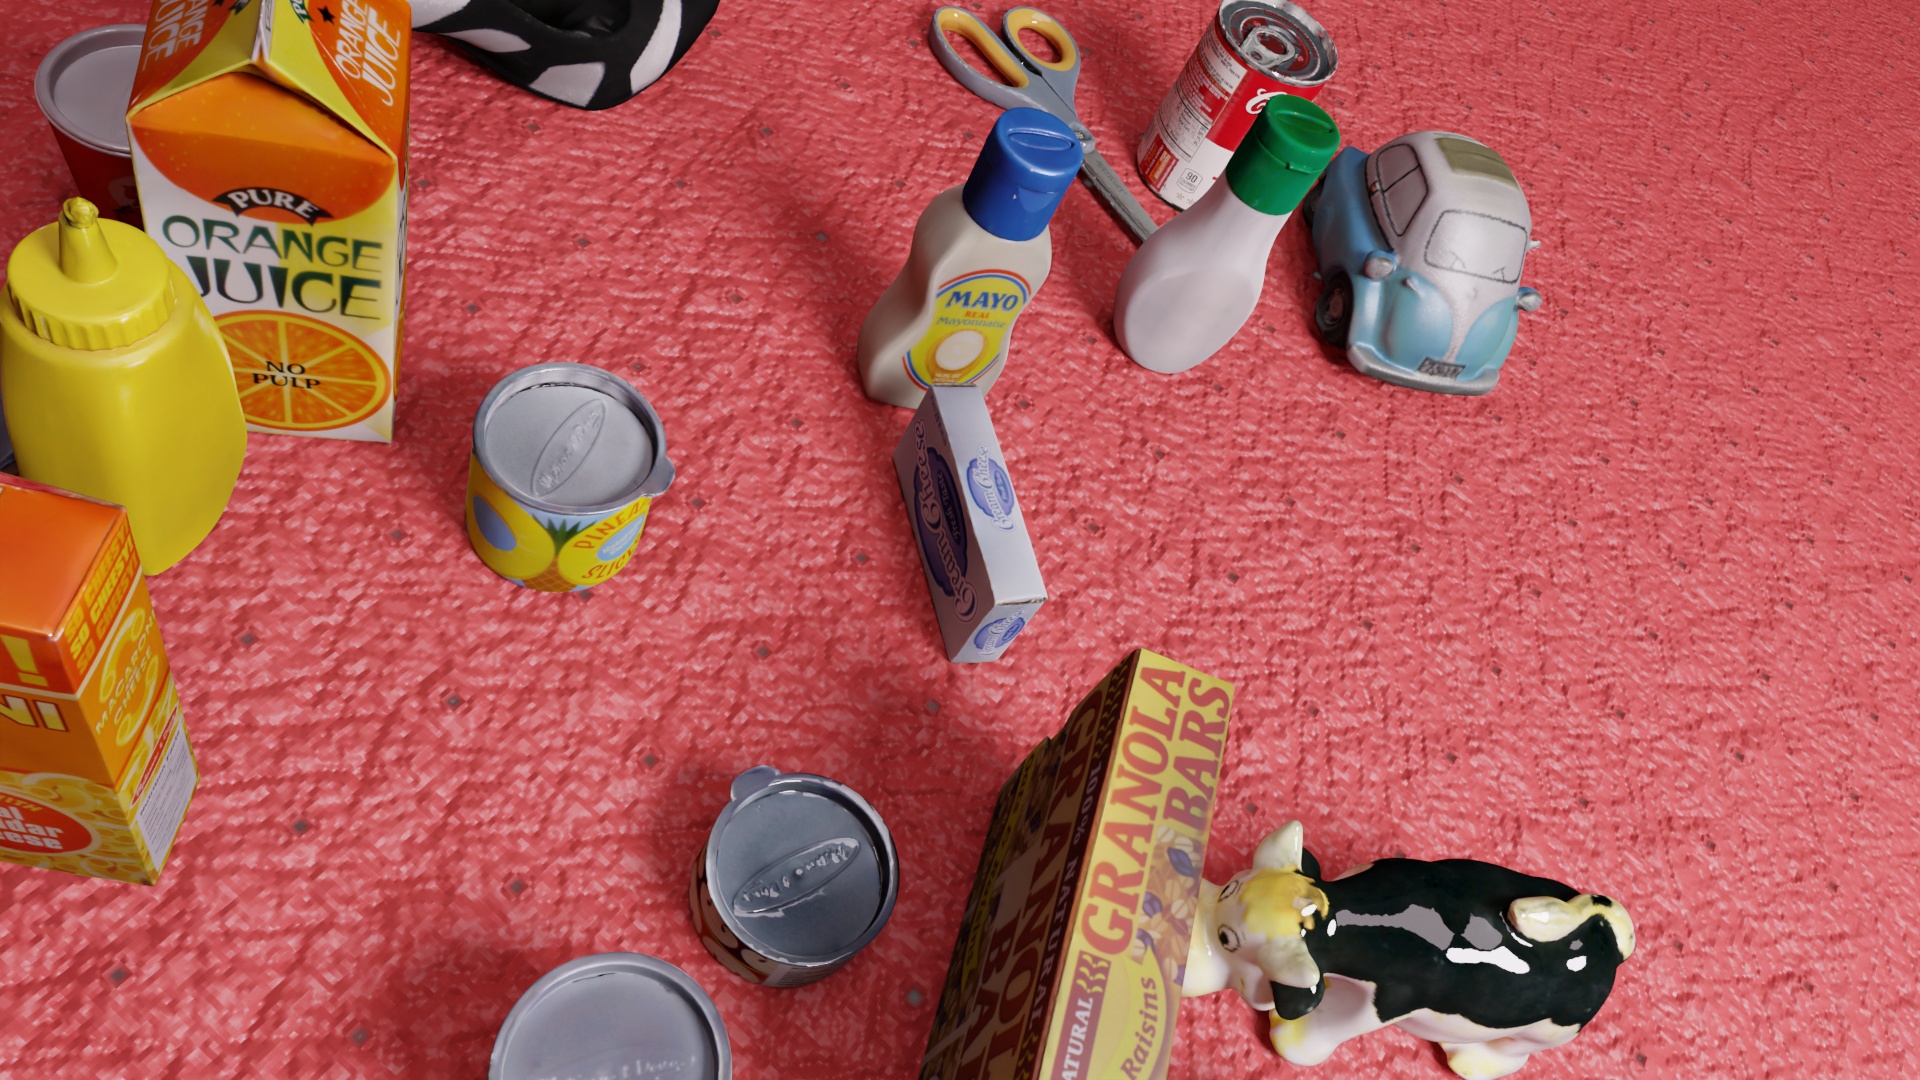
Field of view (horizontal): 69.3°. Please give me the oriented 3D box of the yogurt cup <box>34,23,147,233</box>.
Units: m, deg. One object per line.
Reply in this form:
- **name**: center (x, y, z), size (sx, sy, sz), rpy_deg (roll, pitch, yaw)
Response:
- **yogurt cup**: center (-0.308, -0.153, 0.530), size (0.072, 0.053, 0.073), rpy_deg (11, 55, -16)

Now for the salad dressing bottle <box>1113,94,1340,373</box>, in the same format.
- **salad dressing bottle**: center (0.121, -0.138, 0.643), size (0.064, 0.147, 0.044), rpy_deg (10, 56, -17)

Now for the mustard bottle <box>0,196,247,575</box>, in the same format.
- **mustard bottle**: center (-0.253, -0.050, 0.418), size (0.049, 0.159, 0.066), rpy_deg (24, 53, -7)

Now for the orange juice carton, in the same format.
- **orange juice carton**: center (-0.220, -0.116, 0.455), size (0.073, 0.191, 0.072), rpy_deg (4, 57, -21)

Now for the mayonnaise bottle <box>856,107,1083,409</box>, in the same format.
- **mayonnaise bottle**: center (0.005, -0.112, 0.575), size (0.065, 0.147, 0.041), rpy_deg (0, 59, -23)

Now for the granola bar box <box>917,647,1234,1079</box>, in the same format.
- **granola bar box**: center (0.030, 0.132, 0.440), size (0.039, 0.123, 0.166), rpy_deg (24, 52, -7)

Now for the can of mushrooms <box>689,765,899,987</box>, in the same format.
- **can of mushrooms**: center (-0.058, 0.113, 0.472), size (0.071, 0.033, 0.071), rpy_deg (11, 55, -16)

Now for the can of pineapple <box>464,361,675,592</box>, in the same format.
- **can of pineapple**: center (-0.144, -0.021, 0.509), size (0.071, 0.057, 0.071), rpy_deg (11, 55, -16)

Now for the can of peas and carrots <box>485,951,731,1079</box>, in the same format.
- **can of peas and carrots**: center (-0.104, 0.163, 0.404), size (0.071, 0.058, 0.071), rpy_deg (11, 55, -16)

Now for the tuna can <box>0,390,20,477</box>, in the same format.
- **tuna can**: center (-0.336, -0.036, 0.454), size (0.071, 0.032, 0.071), rpy_deg (11, 55, -16)

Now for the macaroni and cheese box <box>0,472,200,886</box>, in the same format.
- **macaroni and cheese box**: center (-0.272, 0.032, 0.351), size (0.124, 0.165, 0.040), rpy_deg (14, 54, -14)

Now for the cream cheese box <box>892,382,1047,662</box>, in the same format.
- **cream cheese box**: center (0.002, -0.007, 0.565), size (0.024, 0.053, 0.104), rpy_deg (-3, 60, -25)
